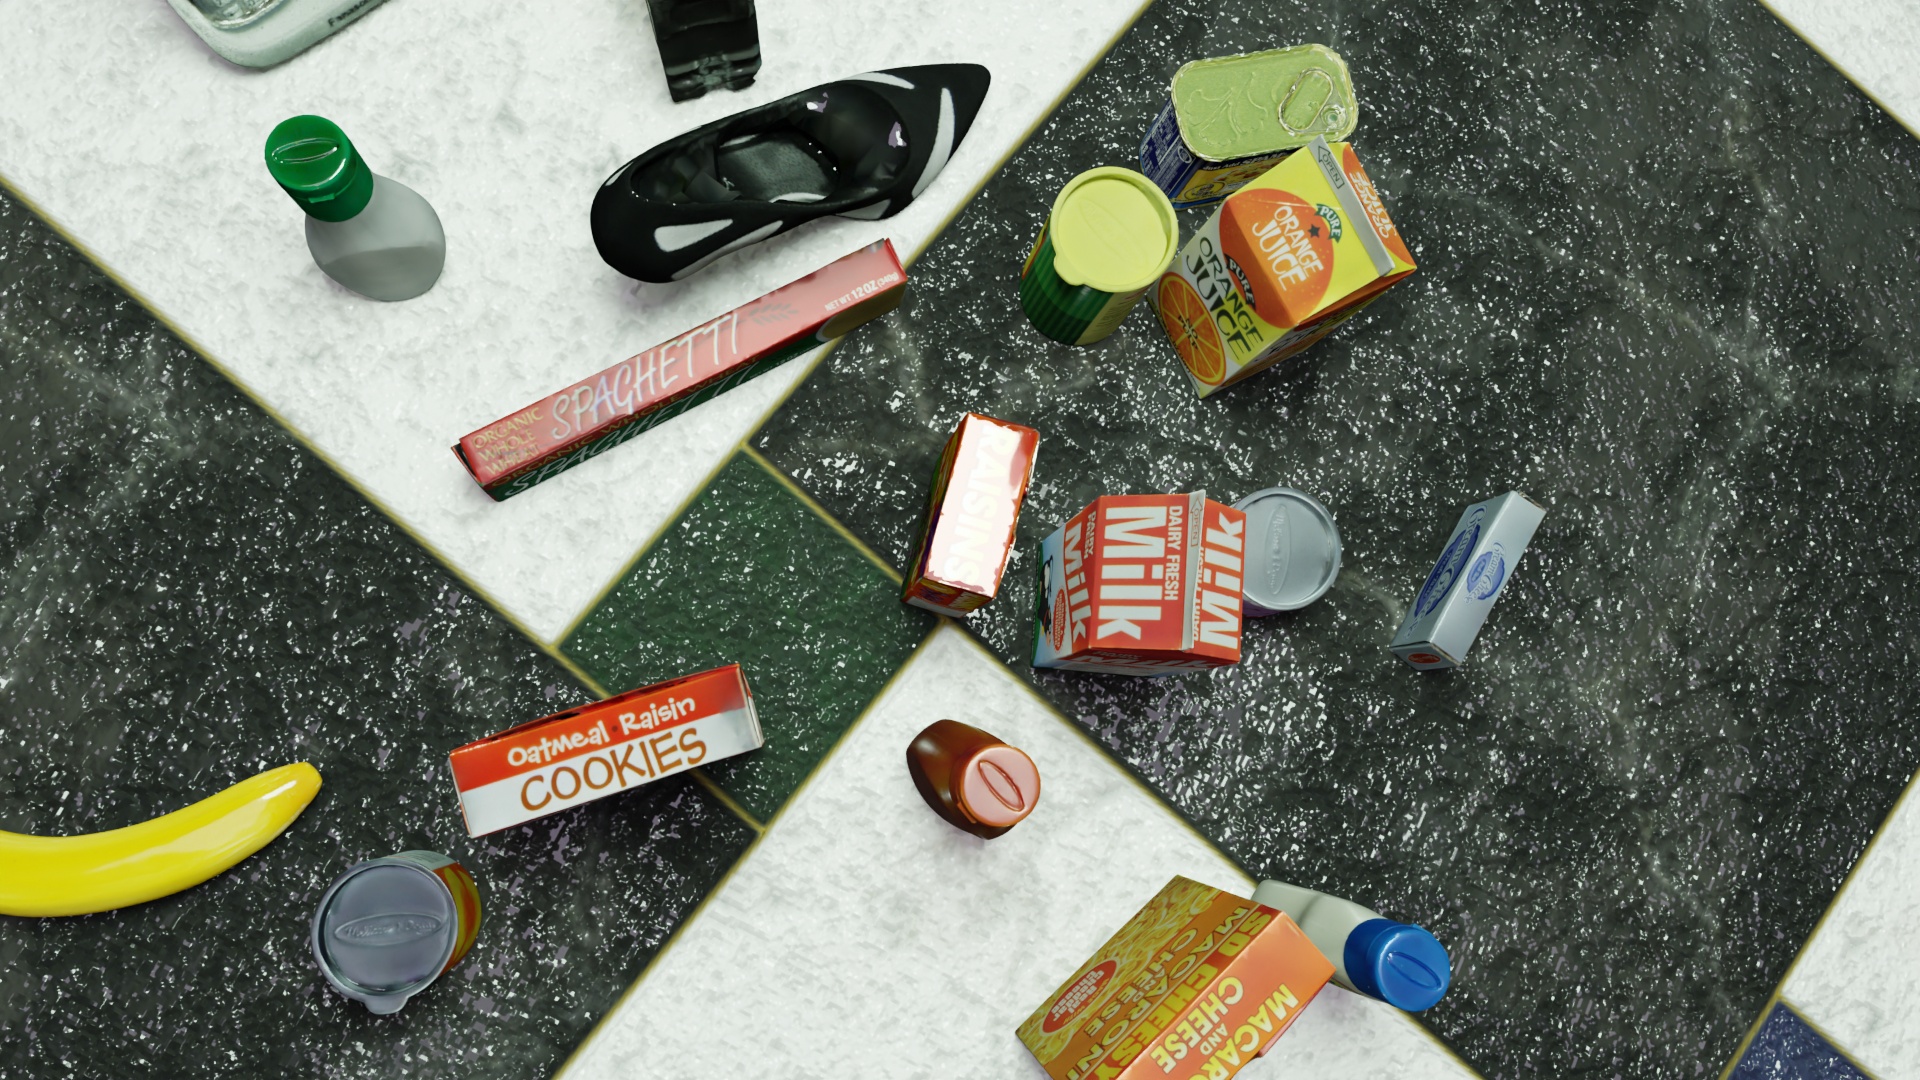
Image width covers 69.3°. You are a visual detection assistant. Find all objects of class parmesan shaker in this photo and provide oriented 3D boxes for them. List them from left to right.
[{"bbox_3d":[0.069,-0.149,0.750,0.071,0.103,0.071,1,82,-8],"label":"parmesan shaker"}]

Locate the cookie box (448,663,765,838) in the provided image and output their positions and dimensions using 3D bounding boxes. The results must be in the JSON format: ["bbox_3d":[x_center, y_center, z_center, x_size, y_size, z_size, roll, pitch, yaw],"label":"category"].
[{"bbox_3d":[-0.156,0.096,0.649,0.123,0.167,0.040,-17,85,-10],"label":"cookie box"}]

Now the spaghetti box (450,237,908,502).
[{"bbox_3d":[-0.144,-0.091,0.739,0.250,0.050,0.028,-28,86,-11],"label":"spaghetti box"}]

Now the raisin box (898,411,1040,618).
[{"bbox_3d":[0.003,-0.009,0.709,0.040,0.123,0.086,17,80,-5],"label":"raisin box"}]

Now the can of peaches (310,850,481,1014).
[{"bbox_3d":[-0.272,0.188,0.675,0.071,0.058,0.071,1,82,-8],"label":"can of peaches"}]

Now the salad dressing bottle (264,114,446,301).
[{"bbox_3d":[-0.295,-0.160,0.679,0.064,0.147,0.044,-14,84,-9],"label":"salad dressing bottle"}]

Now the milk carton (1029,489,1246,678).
[{"bbox_3d":[0.088,0.025,0.681,0.073,0.190,0.072,6,81,-7],"label":"milk carton"}]

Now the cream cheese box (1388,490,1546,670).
[{"bbox_3d":[0.283,0.023,0.778,0.024,0.053,0.104,34,79,-2],"label":"cream cheese box"}]

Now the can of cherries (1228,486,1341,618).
[{"bbox_3d":[0.164,0.007,0.762,0.071,0.058,0.071,1,82,-8],"label":"can of cherries"}]

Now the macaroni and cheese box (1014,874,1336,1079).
[{"bbox_3d":[0.097,0.223,0.665,0.124,0.166,0.040,-41,89,-11],"label":"macaroni and cheese box"}]

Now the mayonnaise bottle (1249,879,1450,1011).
[{"bbox_3d":[0.192,0.202,0.690,0.065,0.148,0.041,31,79,-2],"label":"mayonnaise bottle"}]

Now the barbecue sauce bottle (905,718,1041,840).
[{"bbox_3d":[0.008,0.117,0.678,0.044,0.148,0.065,-40,89,-11],"label":"barbecue sauce bottle"}]

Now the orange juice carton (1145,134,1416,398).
[{"bbox_3d":[0.166,-0.139,0.716,0.073,0.192,0.072,-26,86,-10],"label":"orange juice carton"}]
